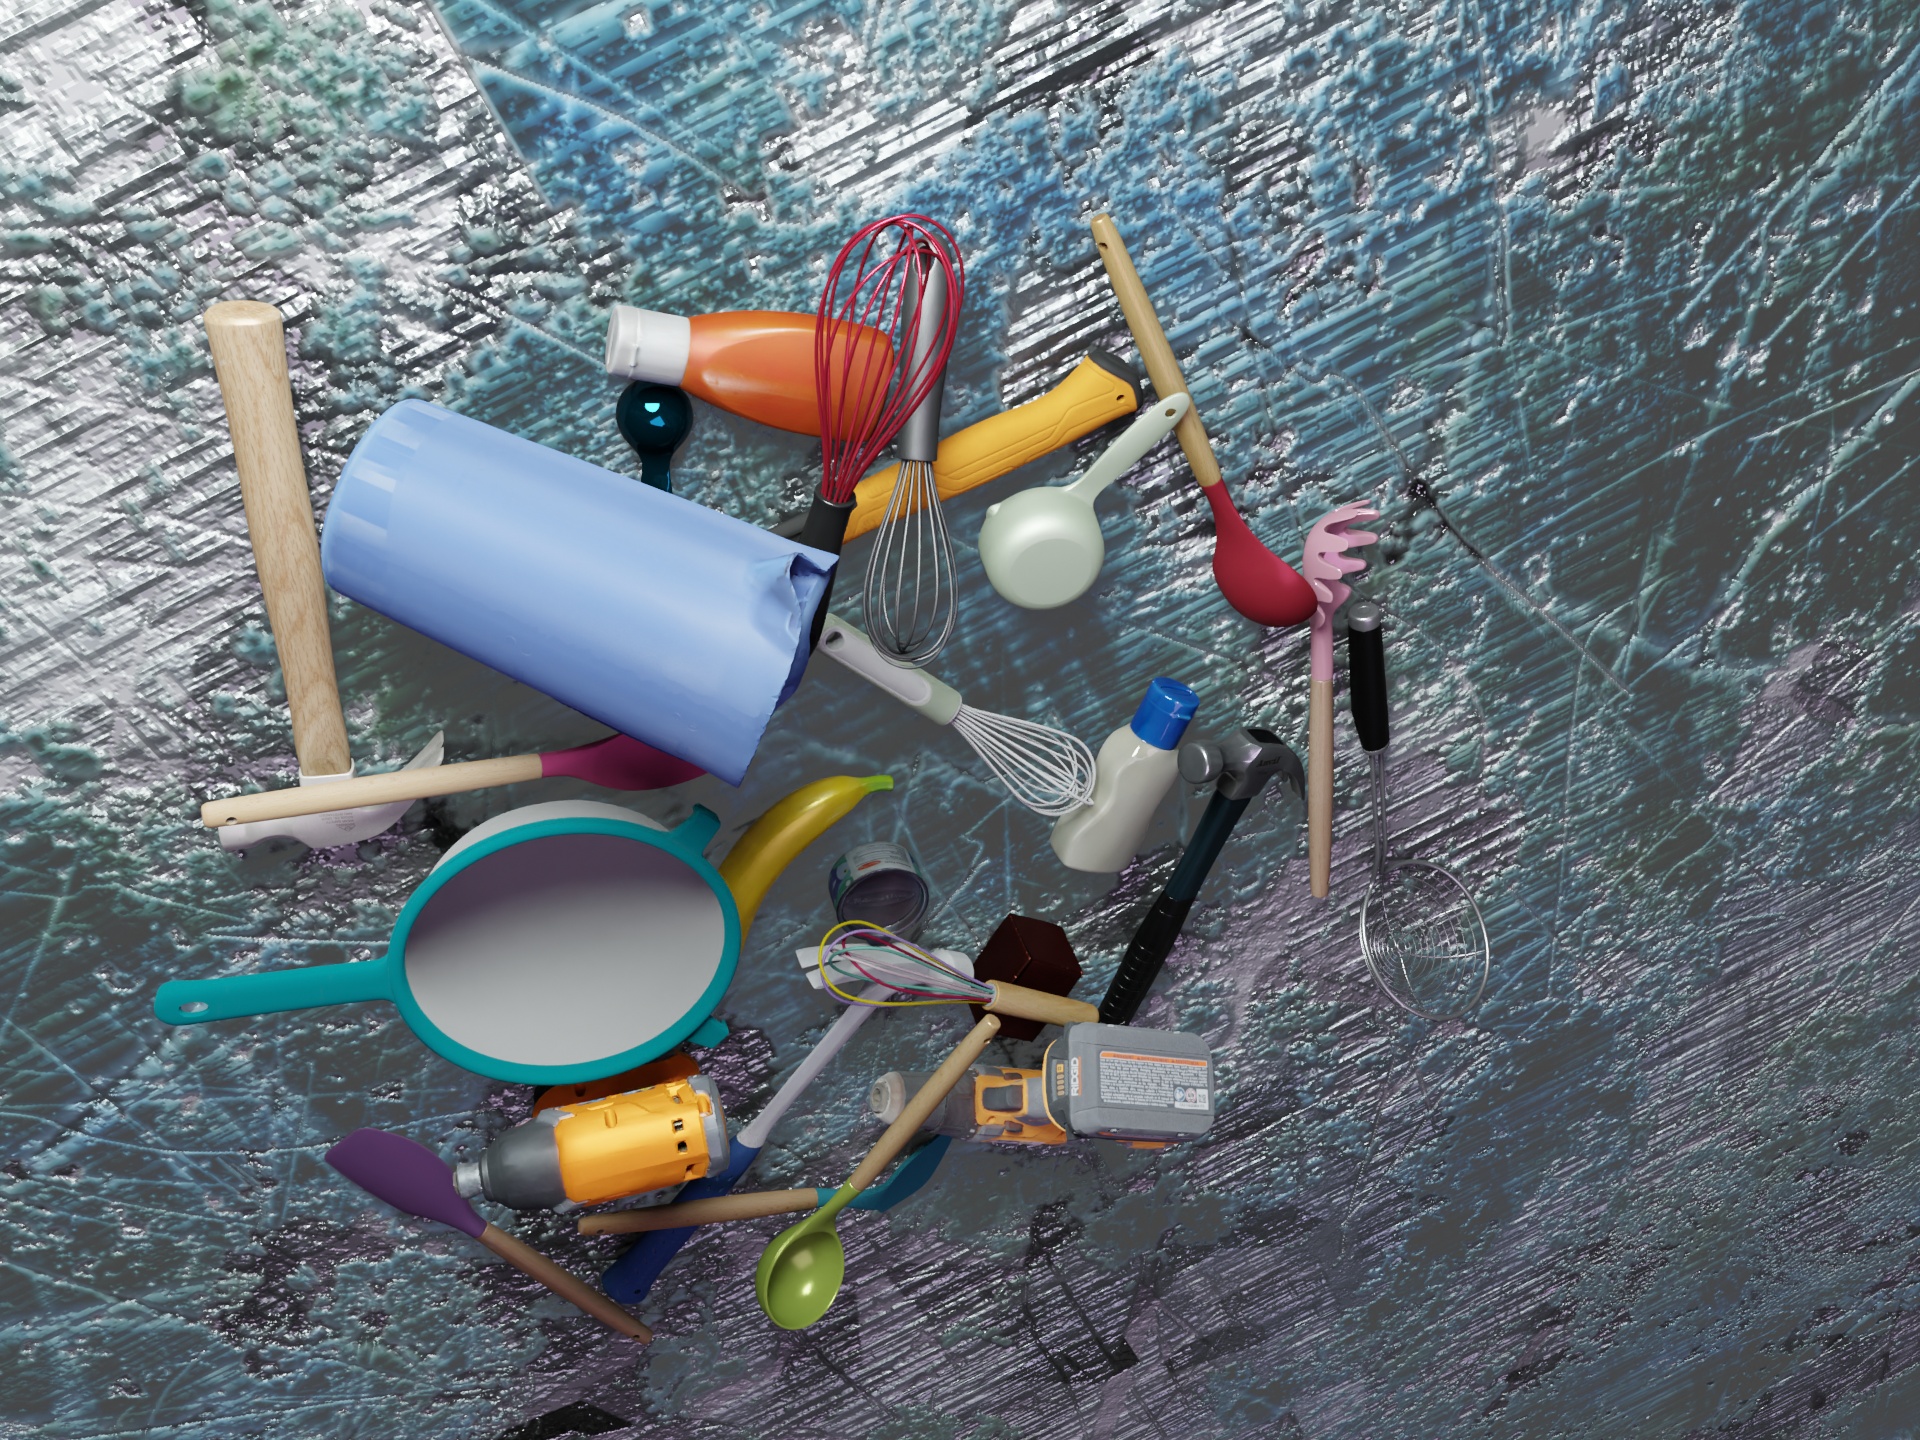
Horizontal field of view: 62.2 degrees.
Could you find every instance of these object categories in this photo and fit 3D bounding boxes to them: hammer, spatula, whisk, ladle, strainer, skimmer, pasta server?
[{"bbox_3d":[0.158,0.137,1.188,0.128,0.033,0.330,-8,134,-37],"label":"hammer"},{"bbox_3d":[-0.343,0.396,1.204,0.060,0.018,0.315,-36,120,11],"label":"spatula"},{"bbox_3d":[-0.063,-0.137,0.852,0.073,0.073,0.295,3,134,-21],"label":"whisk"},{"bbox_3d":[-0.056,0.333,1.165,0.078,0.062,0.320,9,127,-45],"label":"ladle"},{"bbox_3d":[-0.158,0.309,1.205,0.144,0.035,0.405,17,121,-44],"label":"hammer"},{"bbox_3d":[-0.022,-0.146,0.881,0.055,0.055,0.239,0,103,-19],"label":"whisk"},{"bbox_3d":[-0.312,0.130,0.992,0.340,0.095,0.210,-6,125,-14],"label":"strainer"},{"bbox_3d":[0.339,0.072,1.182,0.127,0.090,0.362,-41,134,-31],"label":"skimmer"},{"bbox_3d":[-0.046,-0.122,0.937,0.337,0.034,0.127,-26,129,0],"label":"hammer"},{"bbox_3d":[-0.361,-0.066,0.869,0.130,0.031,0.331,-5,126,-16],"label":"hammer"},{"bbox_3d":[-0.141,0.364,1.230,0.317,0.044,0.082,2,128,-30],"label":"spatula"},{"bbox_3d":[0.004,0.184,1.112,0.244,0.047,0.051,20,130,-34],"label":"whisk"},{"bbox_3d":[0.145,-0.168,0.967,0.031,0.069,0.315,-54,130,-29],"label":"ladle"},{"bbox_3d":[0.257,-0.005,1.102,0.060,0.040,0.316,-39,133,-43],"label":"pasta server"},{"bbox_3d":[-0.002,-0.003,1.034,0.246,0.059,0.058,32,98,-30],"label":"whisk"}]

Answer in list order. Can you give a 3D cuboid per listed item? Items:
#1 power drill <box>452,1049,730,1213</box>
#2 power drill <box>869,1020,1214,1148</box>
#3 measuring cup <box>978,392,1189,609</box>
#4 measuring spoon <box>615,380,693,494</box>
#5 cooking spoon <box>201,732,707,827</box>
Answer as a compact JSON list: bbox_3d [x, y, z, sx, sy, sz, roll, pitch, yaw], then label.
[{"bbox_3d":[-0.239,0.274,1.048,0.164,0.226,0.084,-10,84,-12],"label":"power drill"},{"bbox_3d":[0.055,0.278,1.186,0.185,0.084,0.226,12,158,-29],"label":"power drill"},{"bbox_3d":[0.080,-0.129,0.956,0.083,0.038,0.167,27,124,-33],"label":"measuring cup"},{"bbox_3d":[-0.167,-0.123,0.873,0.042,0.021,0.128,-1,104,-10],"label":"measuring spoon"},{"bbox_3d":[-0.276,0.030,0.944,0.318,0.017,0.068,-9,140,-28],"label":"cooking spoon"}]
